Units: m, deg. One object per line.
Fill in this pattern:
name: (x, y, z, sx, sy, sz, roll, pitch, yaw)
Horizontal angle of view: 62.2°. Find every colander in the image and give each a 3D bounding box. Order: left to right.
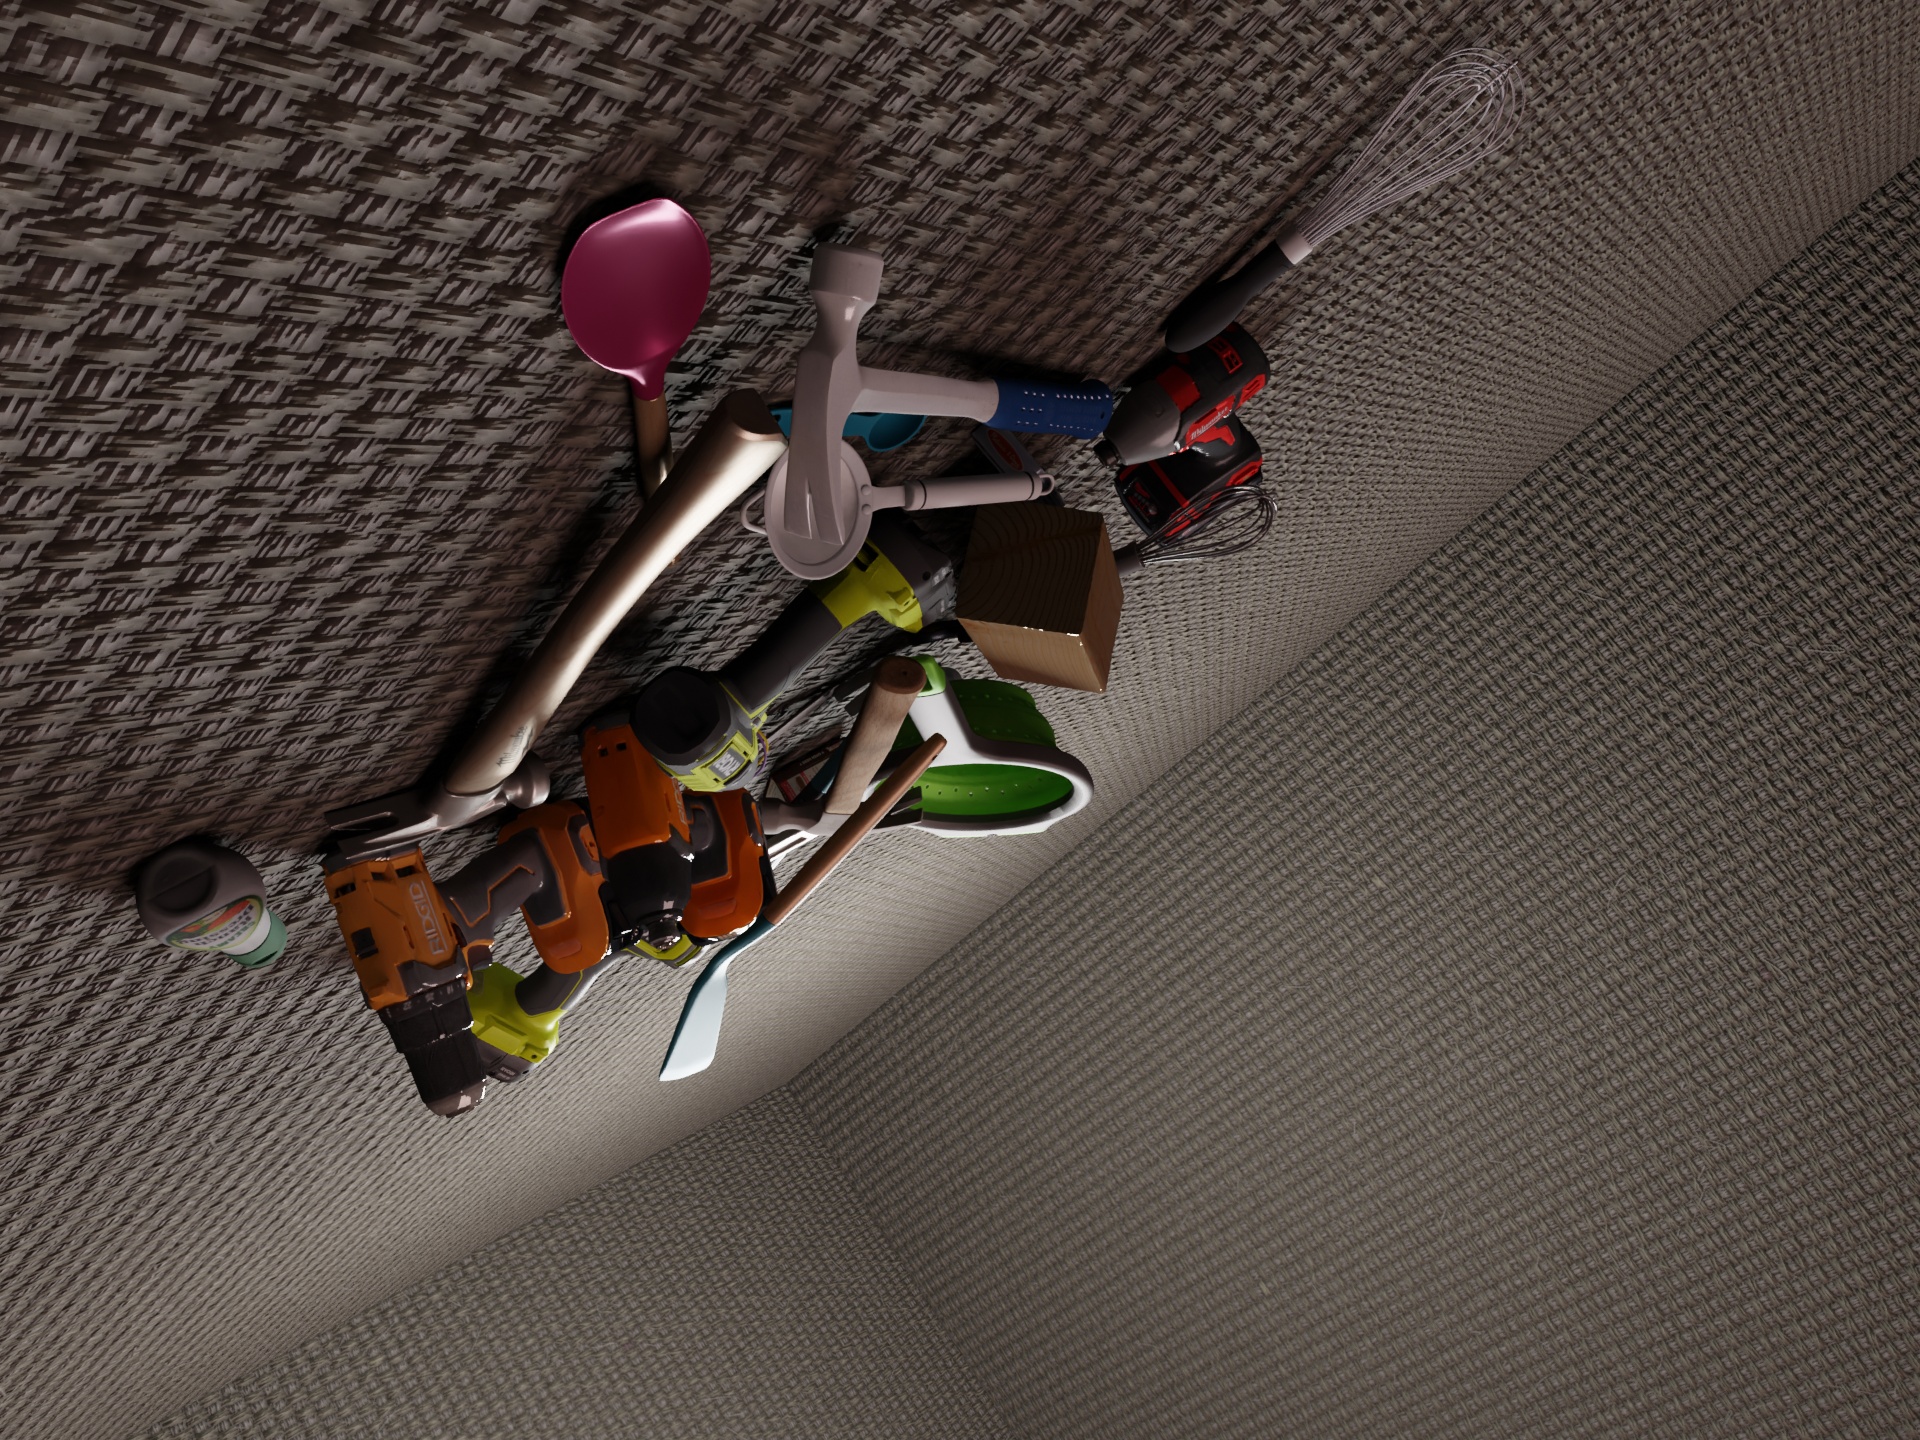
colander: (-0.002, -0.004, 1.295, 0.204, 0.095, 0.396, -4, 159, 8)

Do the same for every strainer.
strainer: (-0.038, -0.139, 0.990, 0.258, 0.087, 0.050, -11, -162, -38)

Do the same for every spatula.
spatula: (-0.113, 0.133, 1.151, 0.317, 0.044, 0.082, -47, 164, 9)

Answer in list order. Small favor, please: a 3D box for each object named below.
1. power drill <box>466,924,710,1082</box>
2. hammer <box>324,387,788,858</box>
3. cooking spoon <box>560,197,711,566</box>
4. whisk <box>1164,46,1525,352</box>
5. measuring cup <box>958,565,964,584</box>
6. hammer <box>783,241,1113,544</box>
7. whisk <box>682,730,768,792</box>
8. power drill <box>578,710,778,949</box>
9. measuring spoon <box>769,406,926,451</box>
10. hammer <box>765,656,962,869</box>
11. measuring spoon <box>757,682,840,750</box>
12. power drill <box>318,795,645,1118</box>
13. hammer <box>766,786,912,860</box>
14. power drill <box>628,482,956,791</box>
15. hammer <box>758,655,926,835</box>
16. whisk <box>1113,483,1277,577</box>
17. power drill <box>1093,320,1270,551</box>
power drill: (-0.334, 0.184, 1.283, 0.223, 0.080, 0.171, -39, 126, 16)
hammer: (-0.224, -0.042, 0.892, 0.146, 0.038, 0.410, -19, 163, -48)
cooking spoon: (-0.153, -0.150, 0.783, 0.069, 0.017, 0.318, -27, 165, -16)
whisk: (0.251, -0.342, 1.071, 0.284, 0.070, 0.070, -37, 168, 24)
measuring cup: (0.061, -0.137, 1.351, 0.167, 0.038, 0.083, -25, 164, -47)
hammer: (0.009, -0.184, 0.943, 0.405, 0.035, 0.144, -20, 124, -65)
whisk: (-0.225, 0.059, 1.323, 0.047, 0.051, 0.245, 1, 151, -35)
power drill: (-0.203, 0.101, 1.166, 0.084, 0.164, 0.226, -17, 160, 5)
measuring spoon: (-0.072, -0.177, 0.915, 0.128, 0.021, 0.042, -8, 147, -46)
hammer: (-0.134, 0.071, 1.456, 0.331, 0.033, 0.128, -50, 152, 17)
measuring spoon: (-0.153, 0.000, 1.348, 0.124, 0.018, 0.034, -38, 169, -23)
power drill: (-0.314, 0.152, 1.085, 0.084, 0.185, 0.226, -22, 177, 27)
hammer: (-0.102, 0.074, 1.426, 0.359, 0.037, 0.149, -28, 151, -25)
power drill: (-0.112, -0.040, 1.077, 0.228, 0.080, 0.190, -43, 170, -6)
hammer: (-0.071, 0.028, 1.194, 0.130, 0.031, 0.331, 2, 159, -13)
whisk: (0.143, -0.134, 1.282, 0.239, 0.055, 0.055, -20, 172, 19)
power drill: (0.175, -0.220, 1.265, 0.143, 0.079, 0.219, -36, 165, 1)
